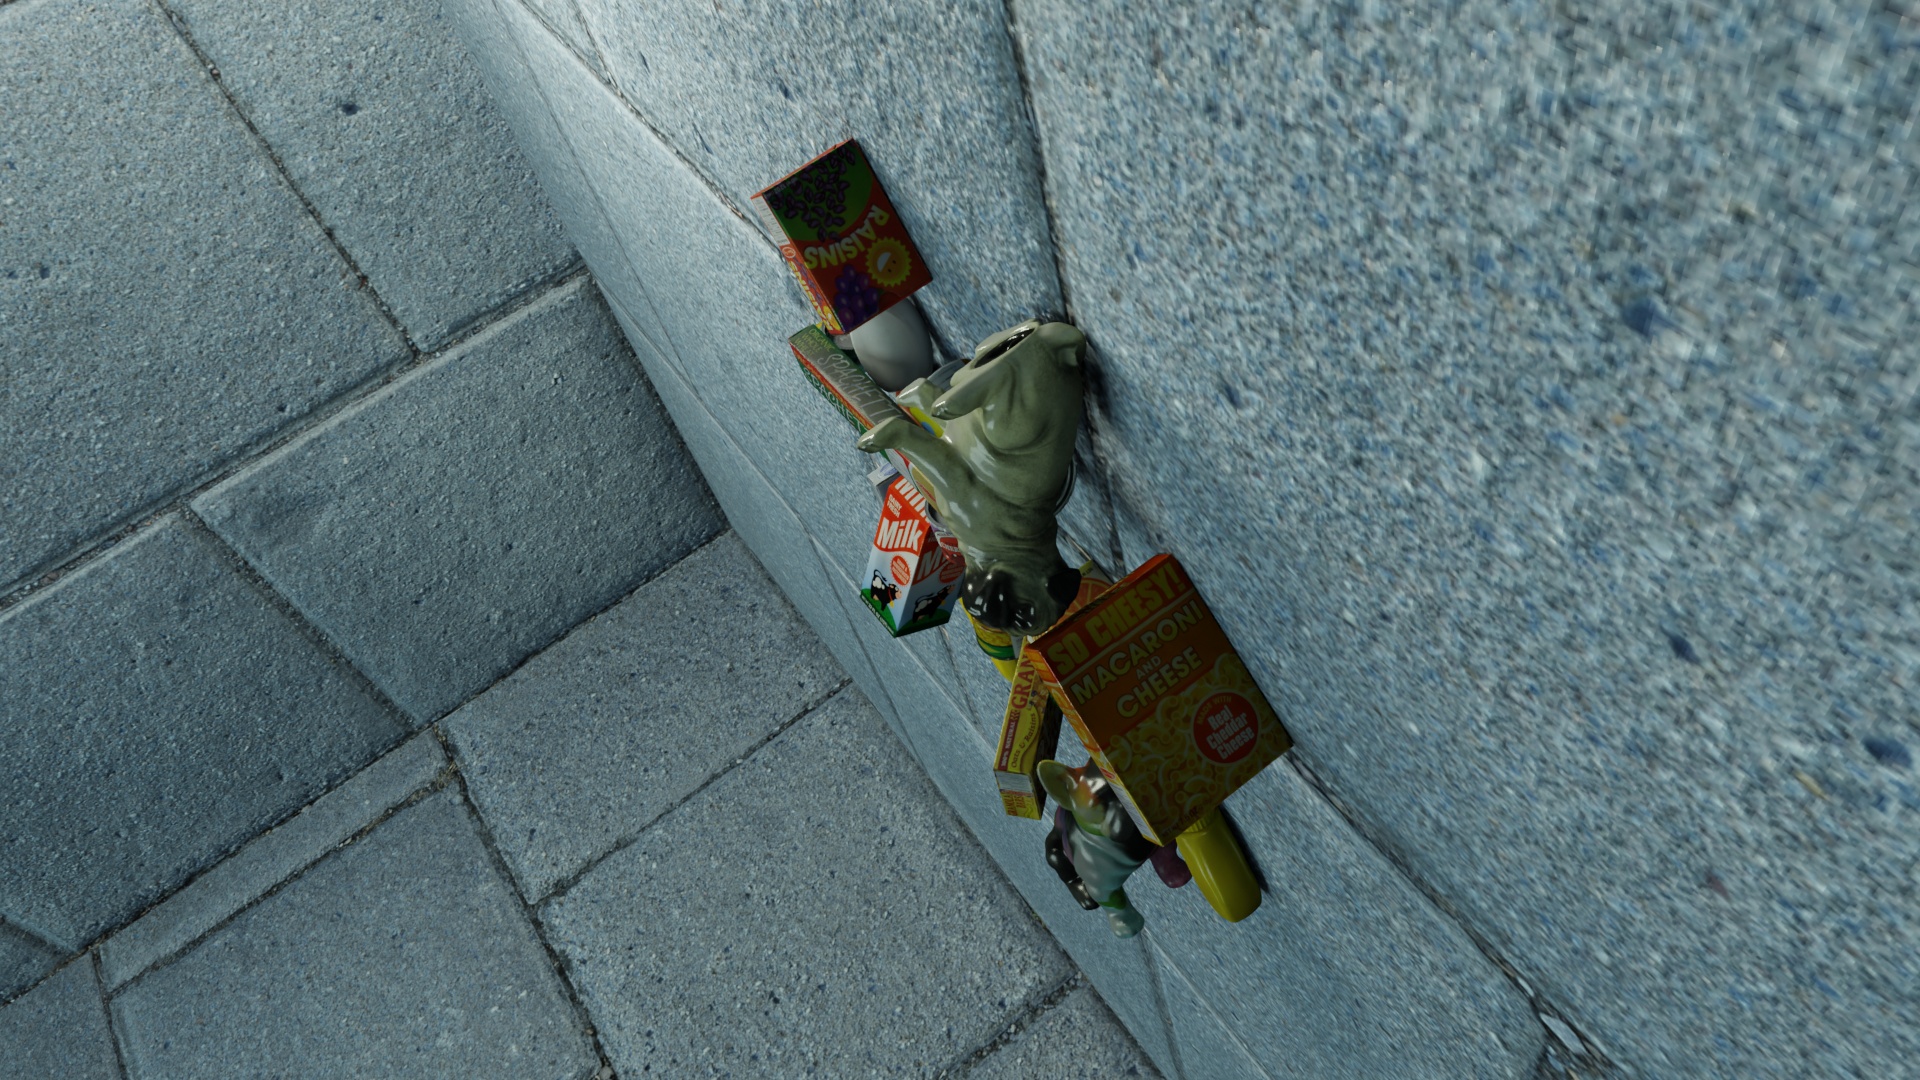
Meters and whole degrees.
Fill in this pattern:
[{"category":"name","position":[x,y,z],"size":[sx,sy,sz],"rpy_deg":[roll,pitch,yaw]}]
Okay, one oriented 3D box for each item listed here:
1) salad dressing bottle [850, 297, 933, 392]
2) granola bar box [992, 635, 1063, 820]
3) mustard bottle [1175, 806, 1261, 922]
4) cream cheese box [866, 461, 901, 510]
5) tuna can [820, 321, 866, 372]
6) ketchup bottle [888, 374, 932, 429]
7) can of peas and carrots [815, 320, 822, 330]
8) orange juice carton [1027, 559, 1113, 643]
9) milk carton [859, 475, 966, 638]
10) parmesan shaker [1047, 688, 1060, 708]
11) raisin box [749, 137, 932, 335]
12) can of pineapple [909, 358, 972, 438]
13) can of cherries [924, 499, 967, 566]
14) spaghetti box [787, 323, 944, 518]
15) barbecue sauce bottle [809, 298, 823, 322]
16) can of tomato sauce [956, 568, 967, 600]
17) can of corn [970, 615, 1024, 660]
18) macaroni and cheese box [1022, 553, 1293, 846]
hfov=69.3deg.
[{"category":"salad dressing bottle","position":[-0.071,-0.198,1.153],"size":[0.064,0.044,0.147],"rpy_deg":[-13,111,28]},{"category":"granola bar box","position":[0.074,0.174,1.357],"size":[0.039,0.166,0.123],"rpy_deg":[8,150,13]},{"category":"mustard bottle","position":[0.228,0.279,1.275],"size":[0.159,0.049,0.065],"rpy_deg":[63,170,-28]},{"category":"cream cheese box","position":[-0.063,-0.046,1.523],"size":[0.024,0.053,0.103],"rpy_deg":[48,166,39]},{"category":"tuna can","position":[-0.086,-0.180,1.224],"size":[0.071,0.071,0.032],"rpy_deg":[46,166,37]},{"category":"ketchup bottle","position":[-0.023,-0.113,1.200],"size":[0.064,0.043,0.149],"rpy_deg":[28,-165,-45]},{"category":"can of peas and carrots","position":[-0.121,-0.185,1.366],"size":[0.071,0.059,0.070],"rpy_deg":[51,167,17]},{"category":"orange juice carton","position":[0.138,0.117,1.135],"size":[0.193,0.072,0.072],"rpy_deg":[50,167,23]},{"category":"milk carton","position":[-0.037,0.001,1.403],"size":[0.072,0.074,0.189],"rpy_deg":[46,135,34]},{"category":"parmesan shaker","position":[0.110,0.116,1.245],"size":[0.071,0.071,0.102],"rpy_deg":[52,168,14]},{"category":"raisin box","position":[-0.090,-0.230,1.058],"size":[0.123,0.086,0.040],"rpy_deg":[60,162,-19]},{"category":"can of pineapple","position":[0.002,-0.101,1.096],"size":[0.058,0.071,0.070],"rpy_deg":[52,167,18]},{"category":"can of cherries","position":[0.005,-0.016,1.300],"size":[0.072,0.071,0.058],"rpy_deg":[45,164,40]},{"category":"spaghetti box","position":[-0.065,-0.097,1.131],"size":[0.251,0.029,0.050],"rpy_deg":[46,166,38]},{"category":"barbecue sauce bottle","position":[-0.121,-0.238,1.261],"size":[0.065,0.044,0.148],"rpy_deg":[46,165,34]},{"category":"can of tomato sauce","position":[-0.023,0.019,1.510],"size":[0.083,0.071,0.071],"rpy_deg":[49,166,24]},{"category":"can of corn","position":[0.043,0.079,1.411],"size":[0.071,0.071,0.058],"rpy_deg":[48,165,31]},{"category":"macaroni and cheese box","position":[0.140,0.112,0.987],"size":[0.166,0.124,0.040],"rpy_deg":[57,166,-6]}]
